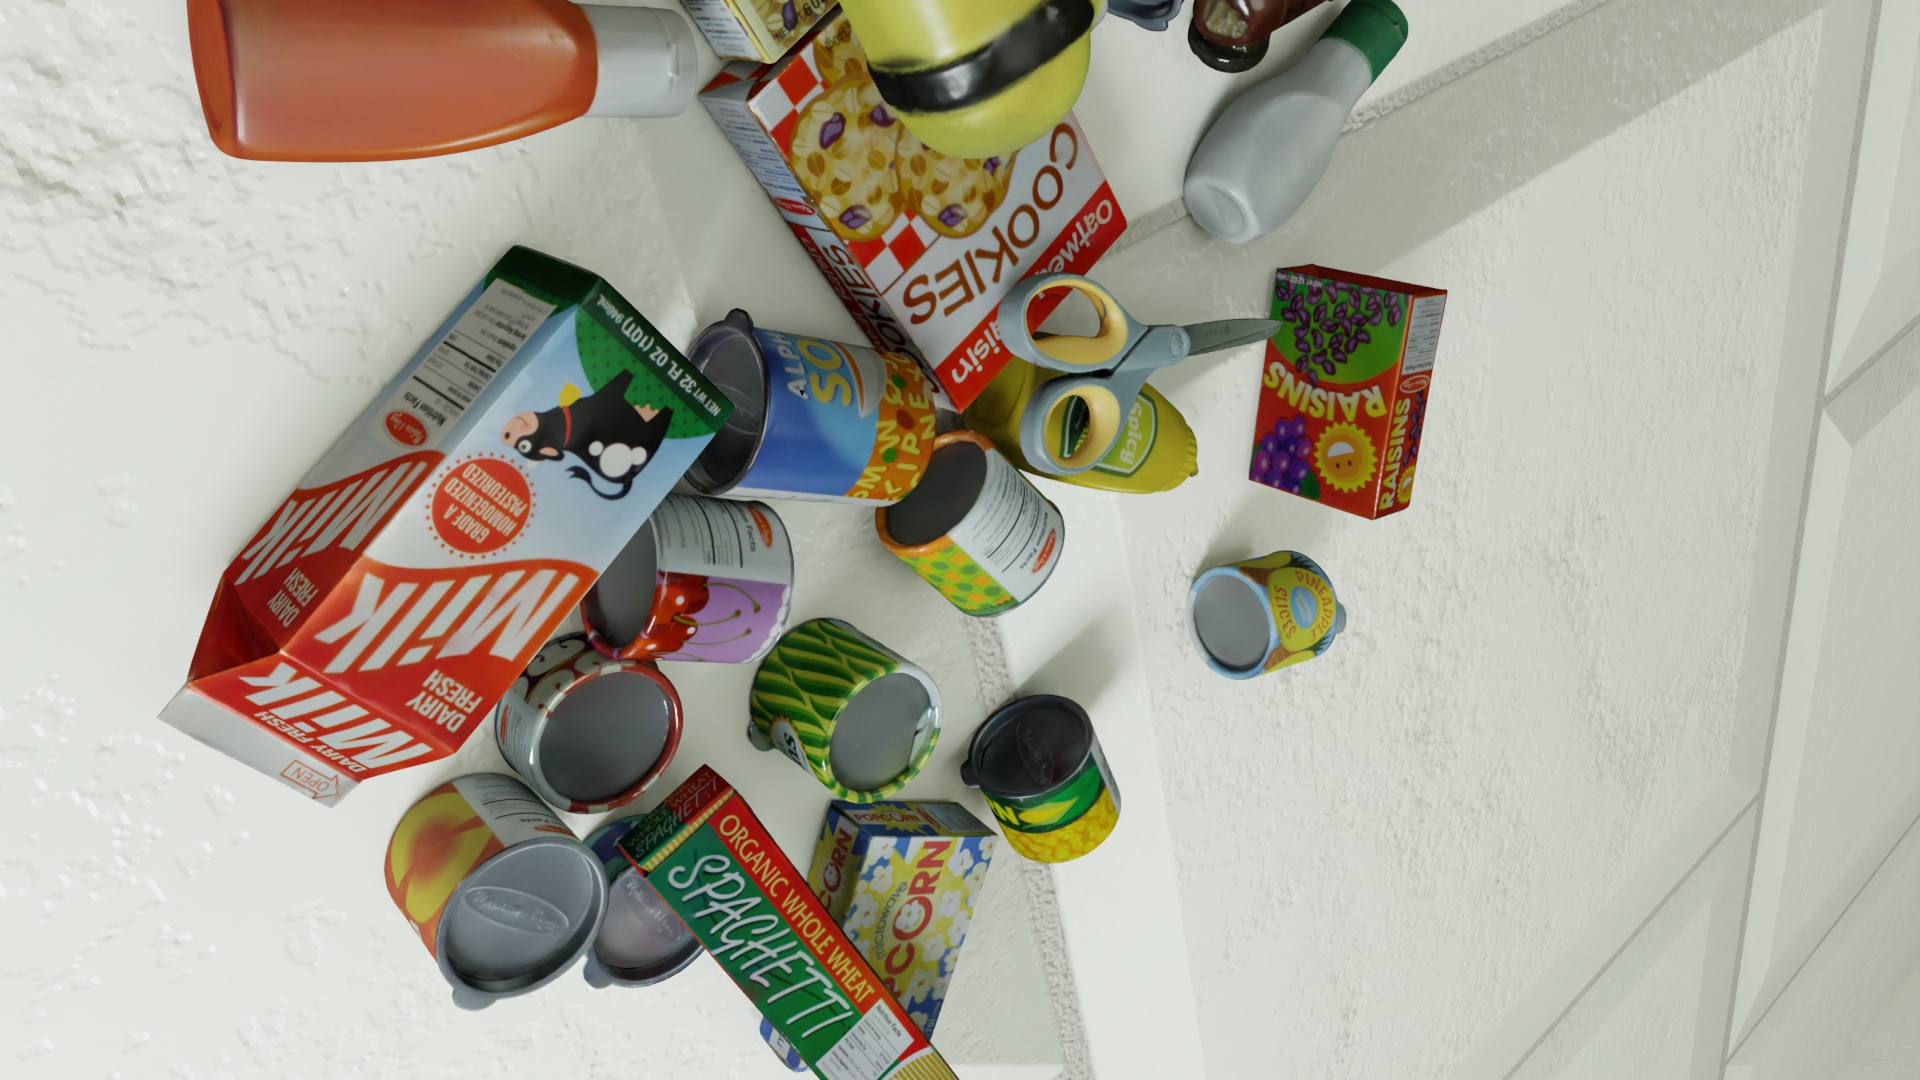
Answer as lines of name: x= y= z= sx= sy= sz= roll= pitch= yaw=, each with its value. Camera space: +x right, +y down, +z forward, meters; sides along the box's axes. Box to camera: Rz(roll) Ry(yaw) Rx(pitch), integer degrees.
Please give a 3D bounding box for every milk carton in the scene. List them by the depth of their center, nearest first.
milk carton: x=-0.173 y=-0.001 z=0.467 sx=0.191 sy=0.073 sz=0.072 roll=-52 pitch=133 yaw=-11

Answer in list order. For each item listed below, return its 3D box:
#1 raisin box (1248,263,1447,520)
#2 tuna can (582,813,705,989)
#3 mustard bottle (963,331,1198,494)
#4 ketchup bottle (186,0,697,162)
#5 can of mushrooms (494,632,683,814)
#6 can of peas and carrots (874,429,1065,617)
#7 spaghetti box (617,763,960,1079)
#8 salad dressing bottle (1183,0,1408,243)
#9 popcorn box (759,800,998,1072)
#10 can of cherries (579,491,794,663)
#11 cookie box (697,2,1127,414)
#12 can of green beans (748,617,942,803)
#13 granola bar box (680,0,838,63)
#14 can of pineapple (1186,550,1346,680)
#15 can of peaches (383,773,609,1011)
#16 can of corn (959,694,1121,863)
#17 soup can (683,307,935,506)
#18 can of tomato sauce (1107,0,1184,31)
raisin box: x=0.209 y=-0.082 z=0.759 sx=0.040 sy=0.086 sz=0.123 roll=-15 pitch=117 yaw=-42
tuna can: x=-0.137 y=0.154 z=0.590 sx=0.071 sy=0.033 sz=0.070 roll=-17 pitch=118 yaw=-36
mustard bottle: x=0.072 y=-0.054 z=0.676 sx=0.160 sy=0.049 sz=0.065 roll=15 pitch=94 yaw=-44
ketchup bottle: x=-0.157 y=-0.153 z=0.439 sx=0.149 sy=0.043 sz=0.064 roll=-13 pitch=109 yaw=-38
can of mushrooms: x=-0.144 y=0.071 z=0.550 sx=0.071 sy=0.033 sz=0.070 roll=-17 pitch=117 yaw=-35
can of peas and carrots: x=0.002 y=-0.008 z=0.624 sx=0.071 sy=0.071 sz=0.058 roll=-55 pitch=130 yaw=-9
spaghetti box: x=-0.067 y=0.196 z=0.619 sx=0.050 sy=0.029 sz=0.249 roll=-42 pitch=128 yaw=-19
salad dressing bottle: x=0.172 y=-0.216 z=0.703 sx=0.148 sy=0.044 sz=0.064 roll=-50 pitch=130 yaw=-16
popcorn box: x=-0.040 y=0.194 z=0.688 sx=0.085 sy=0.038 sz=0.126 roll=11 pitch=100 yaw=-42
can of cherries: x=-0.108 y=0.017 z=0.537 sx=0.058 sy=0.071 sz=0.071 roll=6 pitch=103 yaw=-42
cookie box: x=-0.010 y=-0.153 z=0.570 sx=0.123 sy=0.040 sz=0.167 roll=-49 pitch=132 yaw=-15
can of green beans: x=-0.050 y=0.075 z=0.616 sx=0.071 sy=0.058 sz=0.071 roll=-17 pitch=118 yaw=-35
granola bar box: x=-0.053 y=-0.269 z=0.485 sx=0.166 sy=0.039 sz=0.123 roll=-49 pitch=132 yaw=-15
can of pineapple: x=0.173 y=0.042 z=0.791 sx=0.058 sy=0.071 sz=0.070 roll=-11 pitch=115 yaw=-38
can of peaches: x=-0.178 y=0.132 z=0.528 sx=0.071 sy=0.058 sz=0.071 roll=-18 pitch=119 yaw=-35
can of corn: x=0.042 y=0.124 z=0.713 sx=0.071 sy=0.071 sz=0.058 roll=-41 pitch=130 yaw=-21
soup can: x=-0.060 y=-0.051 z=0.549 sx=0.084 sy=0.071 sz=0.071 roll=3 pitch=105 yaw=-43
can of tomato sauce: x=0.084 y=-0.271 z=0.584 sx=0.071 sy=0.071 sz=0.083 roll=33 pitch=84 yaw=-44
